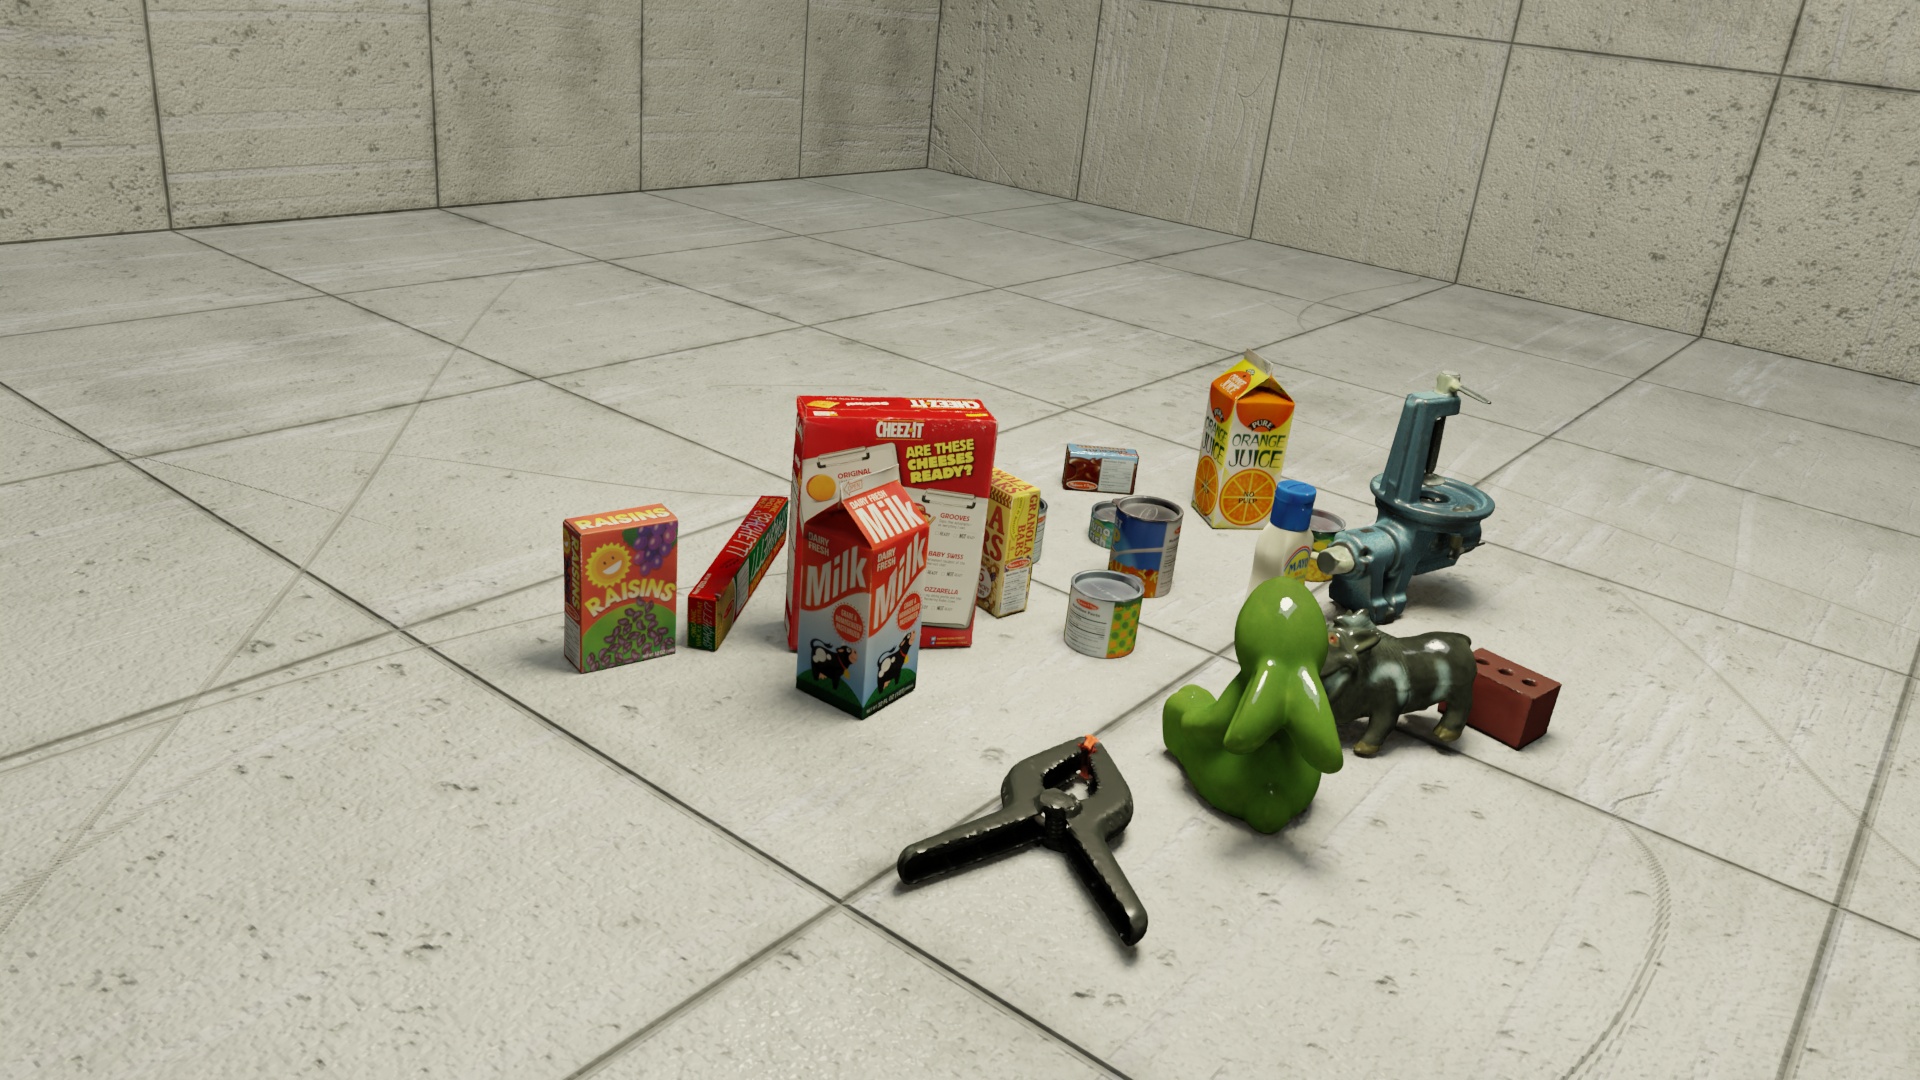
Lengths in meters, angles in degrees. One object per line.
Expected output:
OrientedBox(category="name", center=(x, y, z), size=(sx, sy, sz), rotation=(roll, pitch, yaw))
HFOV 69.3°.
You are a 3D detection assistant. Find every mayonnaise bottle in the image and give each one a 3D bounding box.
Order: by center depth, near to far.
OrientedBox(category="mayonnaise bottle", center=(0.298, 0.019, 1.286), size=(0.065, 0.147, 0.041), rotation=(-15, 30, -40))

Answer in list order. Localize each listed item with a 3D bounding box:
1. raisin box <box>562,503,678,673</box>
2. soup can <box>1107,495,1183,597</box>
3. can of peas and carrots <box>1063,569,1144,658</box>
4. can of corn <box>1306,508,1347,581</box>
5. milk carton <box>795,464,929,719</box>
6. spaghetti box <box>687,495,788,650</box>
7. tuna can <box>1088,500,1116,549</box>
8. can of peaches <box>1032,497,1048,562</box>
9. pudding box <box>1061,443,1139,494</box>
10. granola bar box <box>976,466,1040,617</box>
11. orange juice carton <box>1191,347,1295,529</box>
OrientedBox(category="raisin box", center=(-0.276, 0.038, 1.130), size=(0.086, 0.122, 0.040), rotation=(-11, 28, -34))
OrientedBox(category="soup can", center=(0.179, 0.005, 1.371), size=(0.071, 0.083, 0.071), rotation=(5, 23, -2))
OrientedBox(category="can of peas and carrots", center=(0.130, 0.065, 1.250), size=(0.071, 0.058, 0.071), rotation=(5, 23, -2))
OrientedBox(category="can of corn", center=(0.362, 0.004, 1.451), size=(0.071, 0.058, 0.071), rotation=(5, 23, -2))
OrientedBox(category="milk carton", center=(-0.077, 0.036, 1.099), size=(0.073, 0.189, 0.072), rotation=(20, 26, 31))
OrientedBox(category="spaghetti box", center=(-0.201, 0.023, 1.277), size=(0.029, 0.050, 0.251), rotation=(8, 23, 4))
OrientedBox(category="tuna can", center=(0.169, -0.015, 1.481), size=(0.071, 0.032, 0.071), rotation=(5, 23, -2))
OrientedBox(category="can of peaches", center=(0.051, -0.014, 1.416), size=(0.071, 0.057, 0.071), rotation=(5, 23, -2))
OrientedBox(category="pudding box", center=(0.162, -0.083, 1.618), size=(0.084, 0.049, 0.030), rotation=(4, 23, -5))
OrientedBox(category="granola bar box", center=(0.005, -0.017, 1.327), size=(0.039, 0.123, 0.166), rotation=(-12, 29, -37))
OrientedBox(category="orange juice carton", center=(0.316, -0.114, 1.545), size=(0.073, 0.191, 0.072), rotation=(1, 23, -13))
